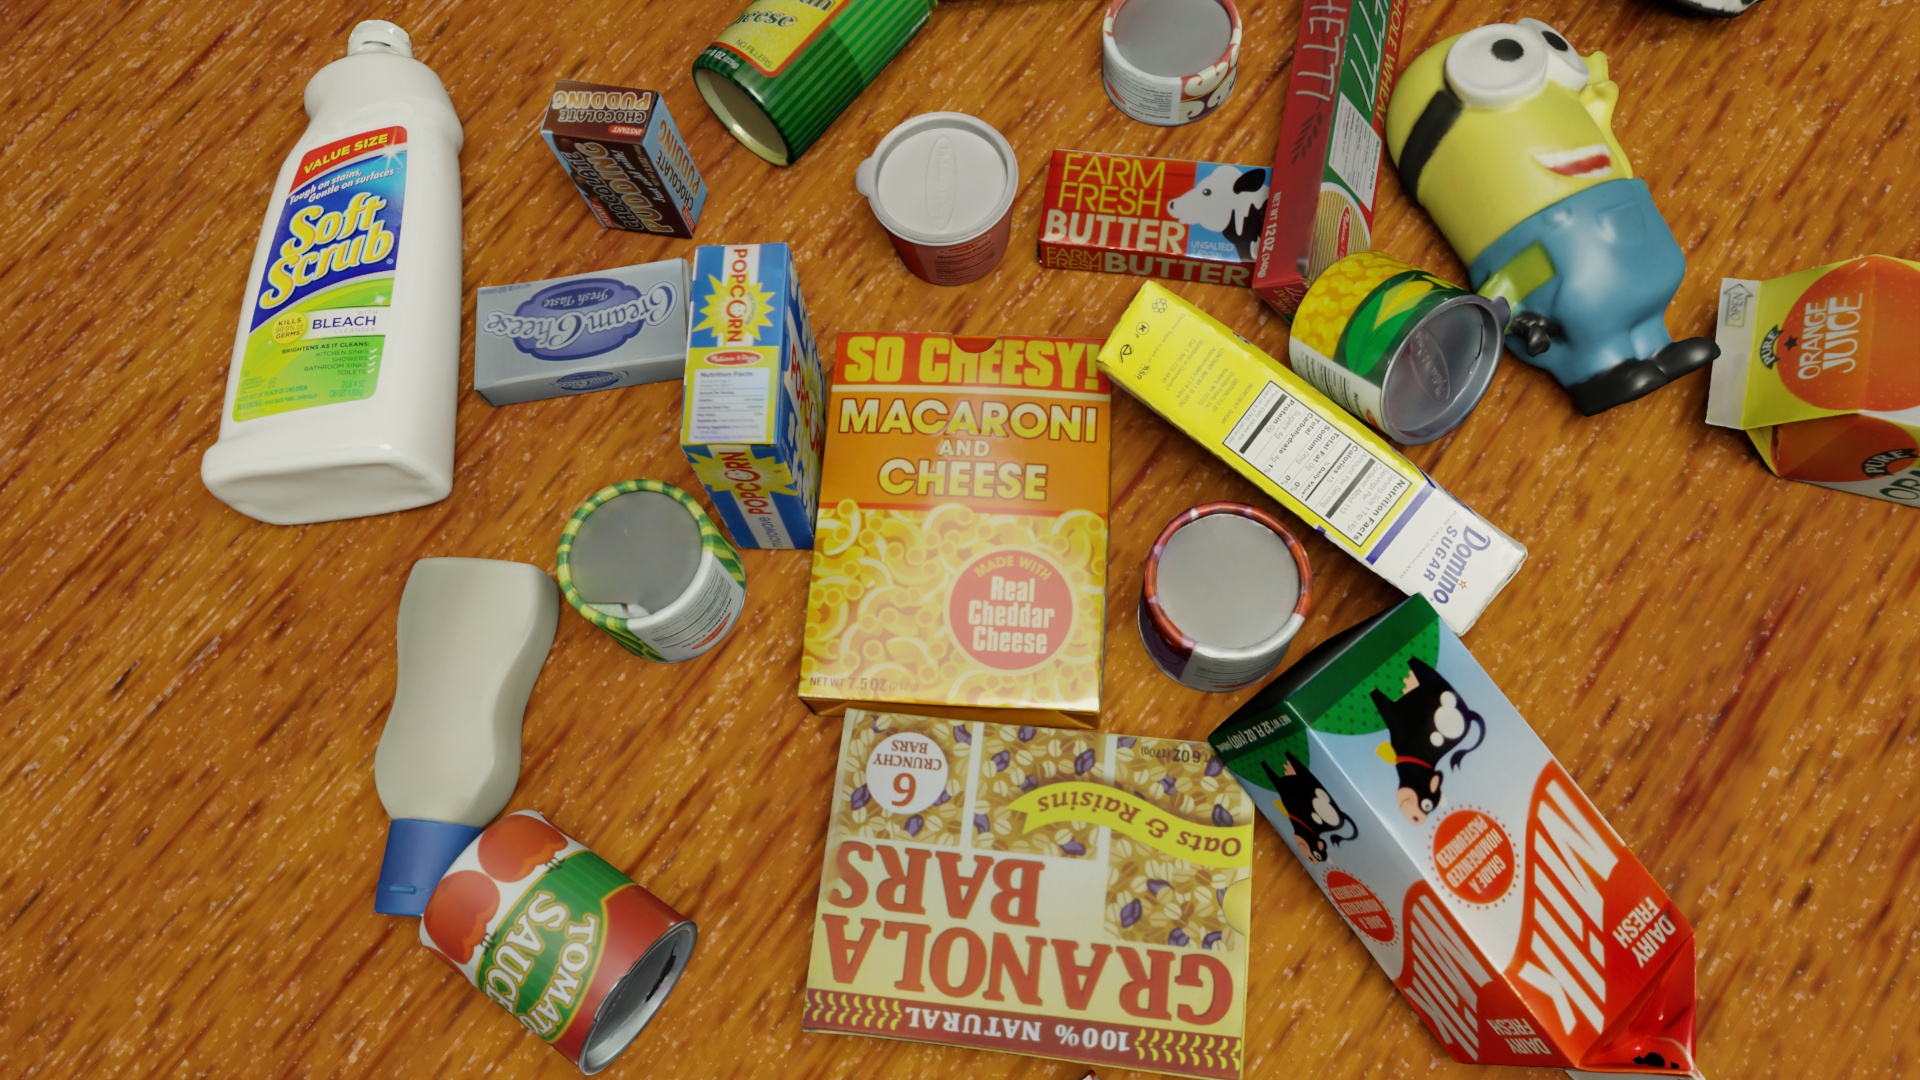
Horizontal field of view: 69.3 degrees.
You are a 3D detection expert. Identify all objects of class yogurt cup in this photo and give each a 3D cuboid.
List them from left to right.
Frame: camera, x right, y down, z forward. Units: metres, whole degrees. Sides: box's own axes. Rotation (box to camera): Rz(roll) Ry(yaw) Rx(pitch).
[{"bbox_3d":[-0.006,-0.153,0.639,0.072,0.053,0.072,-2,71,5],"label":"yogurt cup"}]

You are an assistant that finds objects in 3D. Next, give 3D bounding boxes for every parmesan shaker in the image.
[{"bbox_3d":[-0.070,-0.238,0.666,0.071,0.071,0.103,37,78,16],"label":"parmesan shaker"}]

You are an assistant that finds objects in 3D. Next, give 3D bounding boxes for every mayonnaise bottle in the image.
[{"bbox_3d":[-0.213,0.082,0.585,0.065,0.041,0.148,3,72,8],"label":"mayonnaise bottle"}]

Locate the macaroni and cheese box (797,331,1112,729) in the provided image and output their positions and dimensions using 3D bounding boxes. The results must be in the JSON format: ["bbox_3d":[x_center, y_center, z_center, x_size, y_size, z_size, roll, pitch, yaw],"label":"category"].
[{"bbox_3d":[0.002,-0.007,0.595,0.124,0.040,0.167,2,72,5],"label":"macaroni and cheese box"}]

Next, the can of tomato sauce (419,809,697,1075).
[{"bbox_3d":[-0.156,0.154,0.539,0.083,0.071,0.071,31,77,15],"label":"can of tomato sauce"}]

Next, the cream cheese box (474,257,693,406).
[{"bbox_3d":[-0.175,-0.098,0.651,0.104,0.024,0.053,-8,71,3],"label":"cream cheese box"}]

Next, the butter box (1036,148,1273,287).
[{"bbox_3d":[0.090,-0.150,0.644,0.103,0.024,0.053,7,71,7],"label":"butter box"}]

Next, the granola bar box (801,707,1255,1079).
[{"bbox_3d":[0.029,0.136,0.543,0.165,0.039,0.124,4,71,7],"label":"granola bar box"}]

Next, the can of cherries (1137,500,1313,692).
[{"bbox_3d":[0.105,0.021,0.566,0.071,0.058,0.071,-2,72,5],"label":"can of cherries"}]

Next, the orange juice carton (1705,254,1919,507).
[{"bbox_3d":[0.403,-0.057,0.557,0.193,0.073,0.072,14,73,10],"label":"orange juice carton"}]

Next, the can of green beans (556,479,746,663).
[{"bbox_3d":[-0.130,0.013,0.591,0.071,0.057,0.071,-2,71,5],"label":"can of green beans"}]

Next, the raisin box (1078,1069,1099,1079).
[{"bbox_3d":[0.046,0.269,0.497,0.086,0.040,0.123,-32,70,-7],"label":"raisin box"}]

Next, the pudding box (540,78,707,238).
[{"bbox_3d":[-0.154,-0.176,0.645,0.050,0.083,0.030,10,73,8],"label":"pudding box"}]

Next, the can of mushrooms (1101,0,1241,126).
[{"bbox_3d":[0.102,-0.239,0.669,0.071,0.033,0.071,-2,71,6],"label":"can of mushrooms"}]

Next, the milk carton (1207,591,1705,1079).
[{"bbox_3d":[0.185,0.121,0.500,0.074,0.072,0.190,-34,82,-22],"label":"milk carton"}]

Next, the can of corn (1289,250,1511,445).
[{"bbox_3d":[0.183,-0.083,0.581,0.071,0.071,0.058,-38,43,-7],"label":"can of corn"}]

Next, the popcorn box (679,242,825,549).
[{"bbox_3d":[-0.082,-0.054,0.574,0.038,0.126,0.085,1,72,1],"label":"popcorn box"}]

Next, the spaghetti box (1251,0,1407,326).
[{"bbox_3d":[0.178,-0.215,0.642,0.028,0.050,0.251,-3,66,42],"label":"spaghetti box"}]
